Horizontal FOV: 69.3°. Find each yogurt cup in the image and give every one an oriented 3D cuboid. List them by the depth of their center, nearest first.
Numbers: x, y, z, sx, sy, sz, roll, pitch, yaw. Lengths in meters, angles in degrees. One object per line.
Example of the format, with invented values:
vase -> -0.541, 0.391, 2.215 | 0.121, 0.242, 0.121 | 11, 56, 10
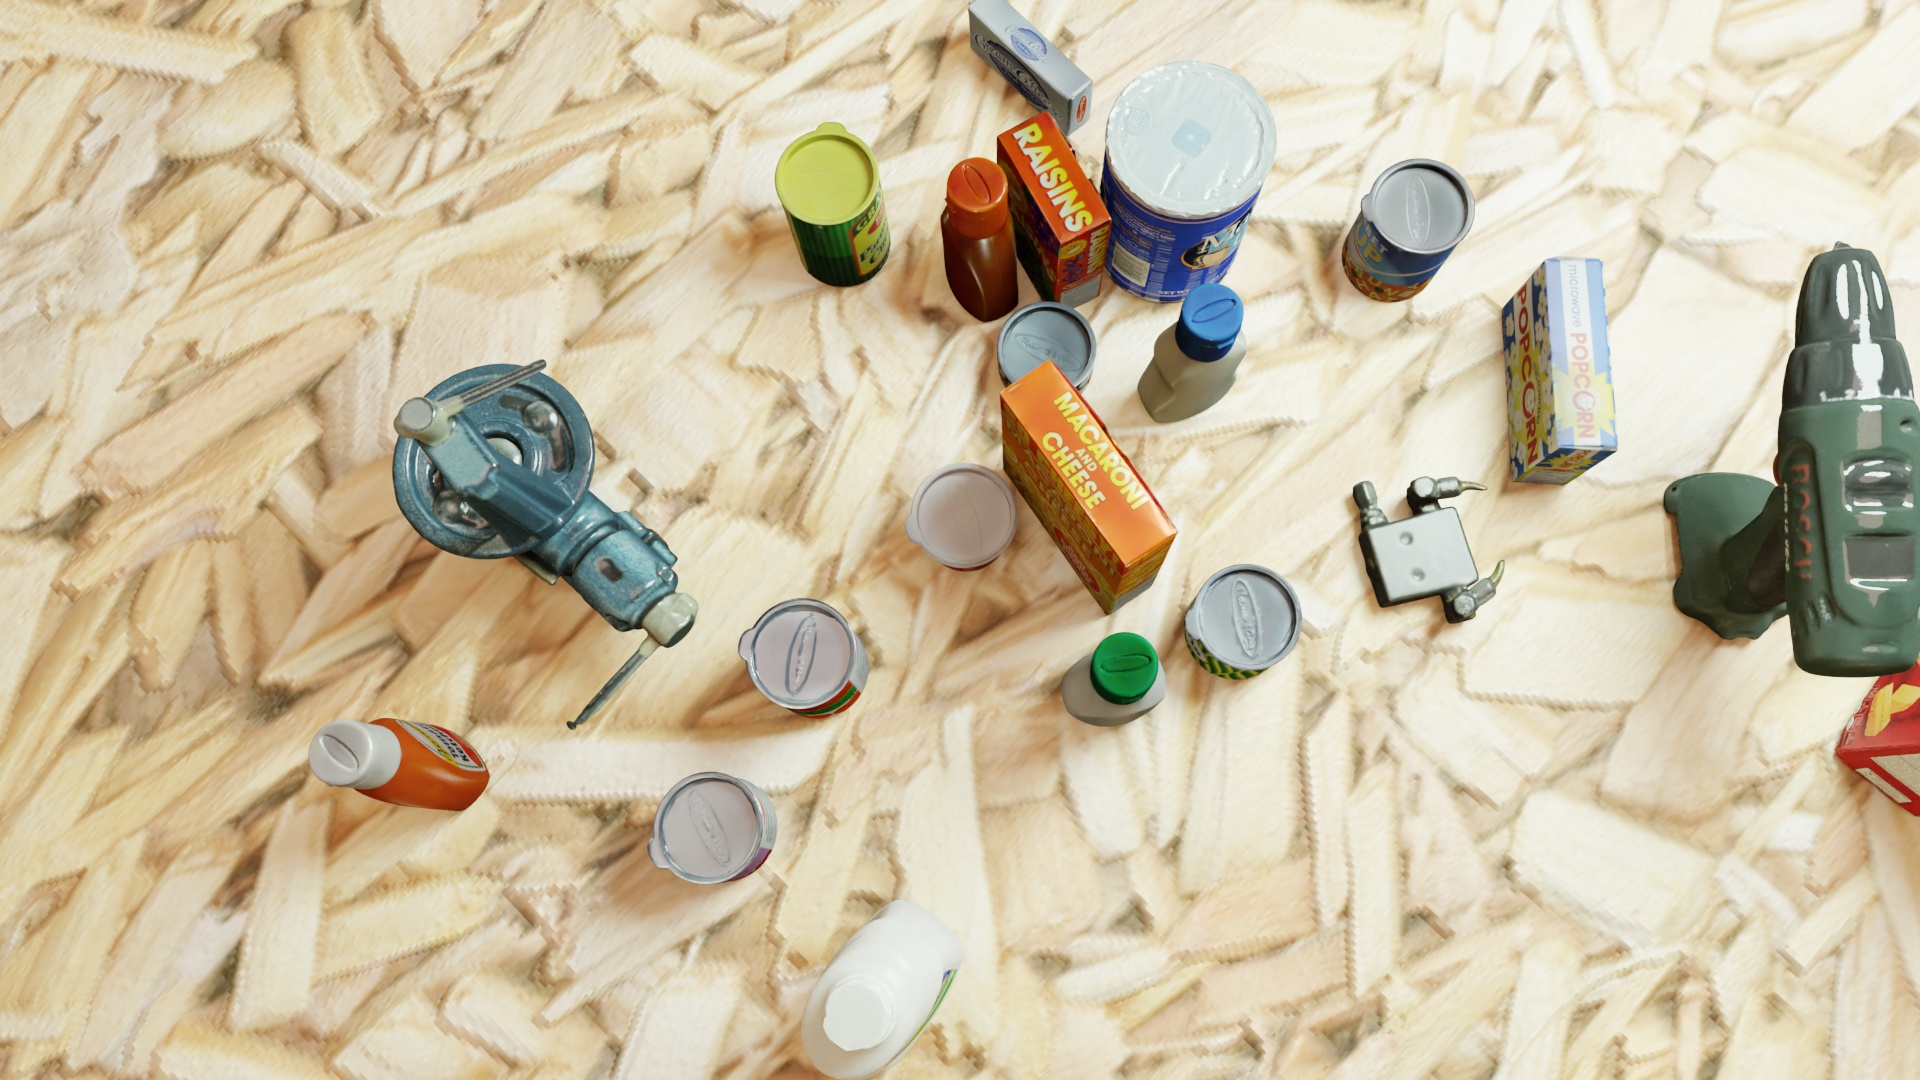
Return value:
yogurt cup -> 0.003, -0.011, 0.896 | 0.072, 0.054, 0.072 | 0, 77, 2

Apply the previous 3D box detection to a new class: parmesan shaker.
parmesan shaker -> -0.082, -0.220, 0.922 | 0.071, 0.103, 0.071 | 0, 78, 2

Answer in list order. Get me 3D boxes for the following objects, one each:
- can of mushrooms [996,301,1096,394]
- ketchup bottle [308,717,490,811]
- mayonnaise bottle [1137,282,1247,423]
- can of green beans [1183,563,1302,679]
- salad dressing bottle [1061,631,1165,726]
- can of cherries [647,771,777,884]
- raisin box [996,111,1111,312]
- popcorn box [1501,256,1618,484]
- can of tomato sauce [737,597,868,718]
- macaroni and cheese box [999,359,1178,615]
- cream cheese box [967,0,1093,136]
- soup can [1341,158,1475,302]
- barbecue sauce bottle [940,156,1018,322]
can of mushrooms -> 0.056, -0.121, 0.930 | 0.071, 0.033, 0.071 | 0, 77, 2
ketchup bottle -> -0.335, 0.132, 0.827 | 0.065, 0.148, 0.043 | 37, 81, 9
mayonnaise bottle -> 0.148, -0.116, 0.867 | 0.065, 0.148, 0.041 | -24, 78, -3
can of green beans -> 0.176, 0.052, 0.874 | 0.071, 0.057, 0.071 | 0, 77, 2
salad dressing bottle -> 0.093, 0.083, 0.824 | 0.064, 0.147, 0.044 | -9, 78, 0
can of cherries -> -0.152, 0.178, 0.856 | 0.071, 0.058, 0.071 | 0, 77, 2
raisin box -> 0.059, -0.209, 0.904 | 0.040, 0.123, 0.086 | -27, 78, -4
popcorn box -> 0.382, -0.107, 0.889 | 0.038, 0.085, 0.127 | 1, 77, 2
can of tomato sauce -> -0.095, 0.076, 0.865 | 0.071, 0.083, 0.071 | 0, 77, 2
macaroni and cheese box -> 0.074, -0.027, 0.840 | 0.040, 0.166, 0.124 | -34, 79, -5
cream cheese box -> 0.048, -0.333, 0.969 | 0.024, 0.053, 0.104 | -43, 79, -7
soup can -> 0.290, -0.203, 0.915 | 0.071, 0.083, 0.071 | 0, 77, 2
barbecue sauce bottle -> 0.012, -0.194, 0.890 | 0.044, 0.148, 0.065 | -28, 78, -4
